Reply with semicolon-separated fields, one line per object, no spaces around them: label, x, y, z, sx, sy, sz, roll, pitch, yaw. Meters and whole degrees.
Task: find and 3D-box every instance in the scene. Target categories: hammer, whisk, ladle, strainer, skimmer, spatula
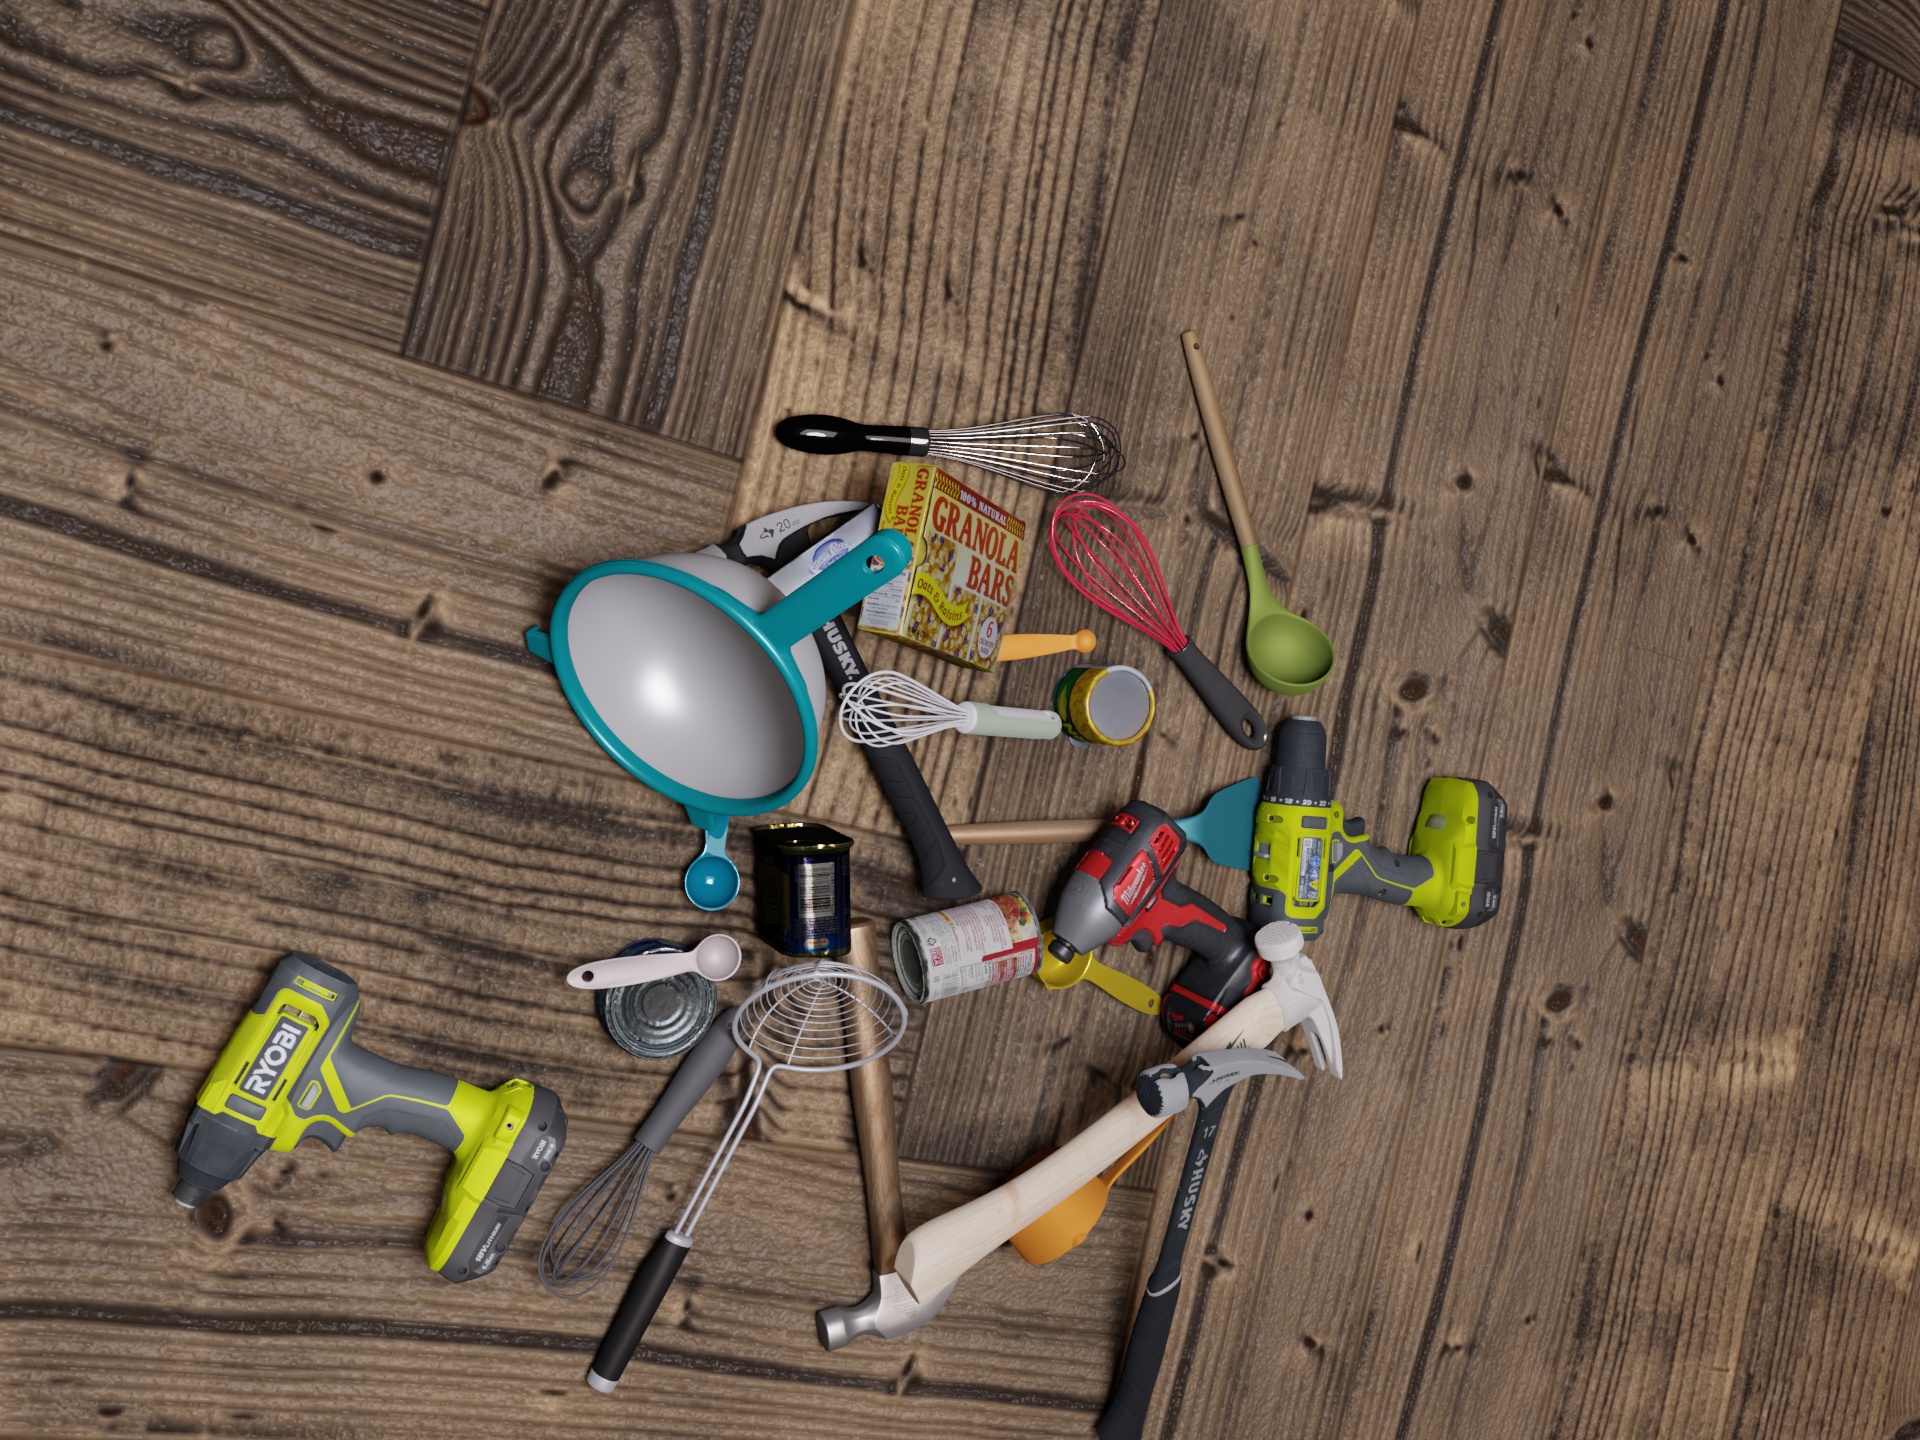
hammer;0.130;0.322;1.235;0.410;0.038;0.146;-31;112;-20
hammer;-0.063;0.318;1.245;0.130;0.031;0.331;-8;96;-23
whisk;-0.002;-0.004;1.206;0.246;0.058;0.059;5;115;-49
ladle;0.243;-0.174;1.341;0.078;0.062;0.320;-20;98;-22
strainer;-0.132;-0.064;1.068;0.211;0.340;0.095;49;43;-13
whisk;0.169;-0.075;1.315;0.295;0.073;0.073;46;75;-26
whisk;-0.227;0.312;1.167;0.055;0.055;0.239;41;73;-20
skimmer;-0.166;0.336;1.158;0.127;0.090;0.363;31;85;-33
hammer;-0.067;-0.010;1.216;0.146;0.035;0.334;-30;101;-19
whisk;-0.003;-0.213;1.233;0.284;0.070;0.070;0;93;-19
hammer;0.169;0.429;1.267;0.149;0.036;0.408;-8;120;-32
spatula;0.119;0.091;1.319;0.317;0.044;0.082;0;94;-19

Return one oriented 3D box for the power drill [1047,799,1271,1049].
power drill;0.167;0.181;1.294;0.219;0.079;0.143;46;75;-29

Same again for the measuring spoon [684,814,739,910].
measuring spoon;-0.185;0.078;1.191;0.042;0.021;0.129;6;81;-24

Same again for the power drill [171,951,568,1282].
power drill;-0.398;0.281;1.076;0.223;0.080;0.171;31;80;-18

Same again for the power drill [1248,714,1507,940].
power drill;0.362;0.097;1.396;0.228;0.080;0.190;5;91;-21

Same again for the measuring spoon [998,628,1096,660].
measuring spoon;0.059;-0.061;1.289;0.117;0.011;0.021;-6;95;-23

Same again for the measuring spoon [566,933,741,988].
measuring spoon;-0.220;0.175;1.143;0.124;0.018;0.034;-6;95;-17

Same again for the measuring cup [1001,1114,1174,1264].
measuring cup;0.099;0.356;1.280;0.173;0.095;0.052;-43;99;-7

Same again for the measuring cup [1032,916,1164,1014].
measuring cup;0.112;0.211;1.325;0.156;0.029;0.062;33;78;-33
